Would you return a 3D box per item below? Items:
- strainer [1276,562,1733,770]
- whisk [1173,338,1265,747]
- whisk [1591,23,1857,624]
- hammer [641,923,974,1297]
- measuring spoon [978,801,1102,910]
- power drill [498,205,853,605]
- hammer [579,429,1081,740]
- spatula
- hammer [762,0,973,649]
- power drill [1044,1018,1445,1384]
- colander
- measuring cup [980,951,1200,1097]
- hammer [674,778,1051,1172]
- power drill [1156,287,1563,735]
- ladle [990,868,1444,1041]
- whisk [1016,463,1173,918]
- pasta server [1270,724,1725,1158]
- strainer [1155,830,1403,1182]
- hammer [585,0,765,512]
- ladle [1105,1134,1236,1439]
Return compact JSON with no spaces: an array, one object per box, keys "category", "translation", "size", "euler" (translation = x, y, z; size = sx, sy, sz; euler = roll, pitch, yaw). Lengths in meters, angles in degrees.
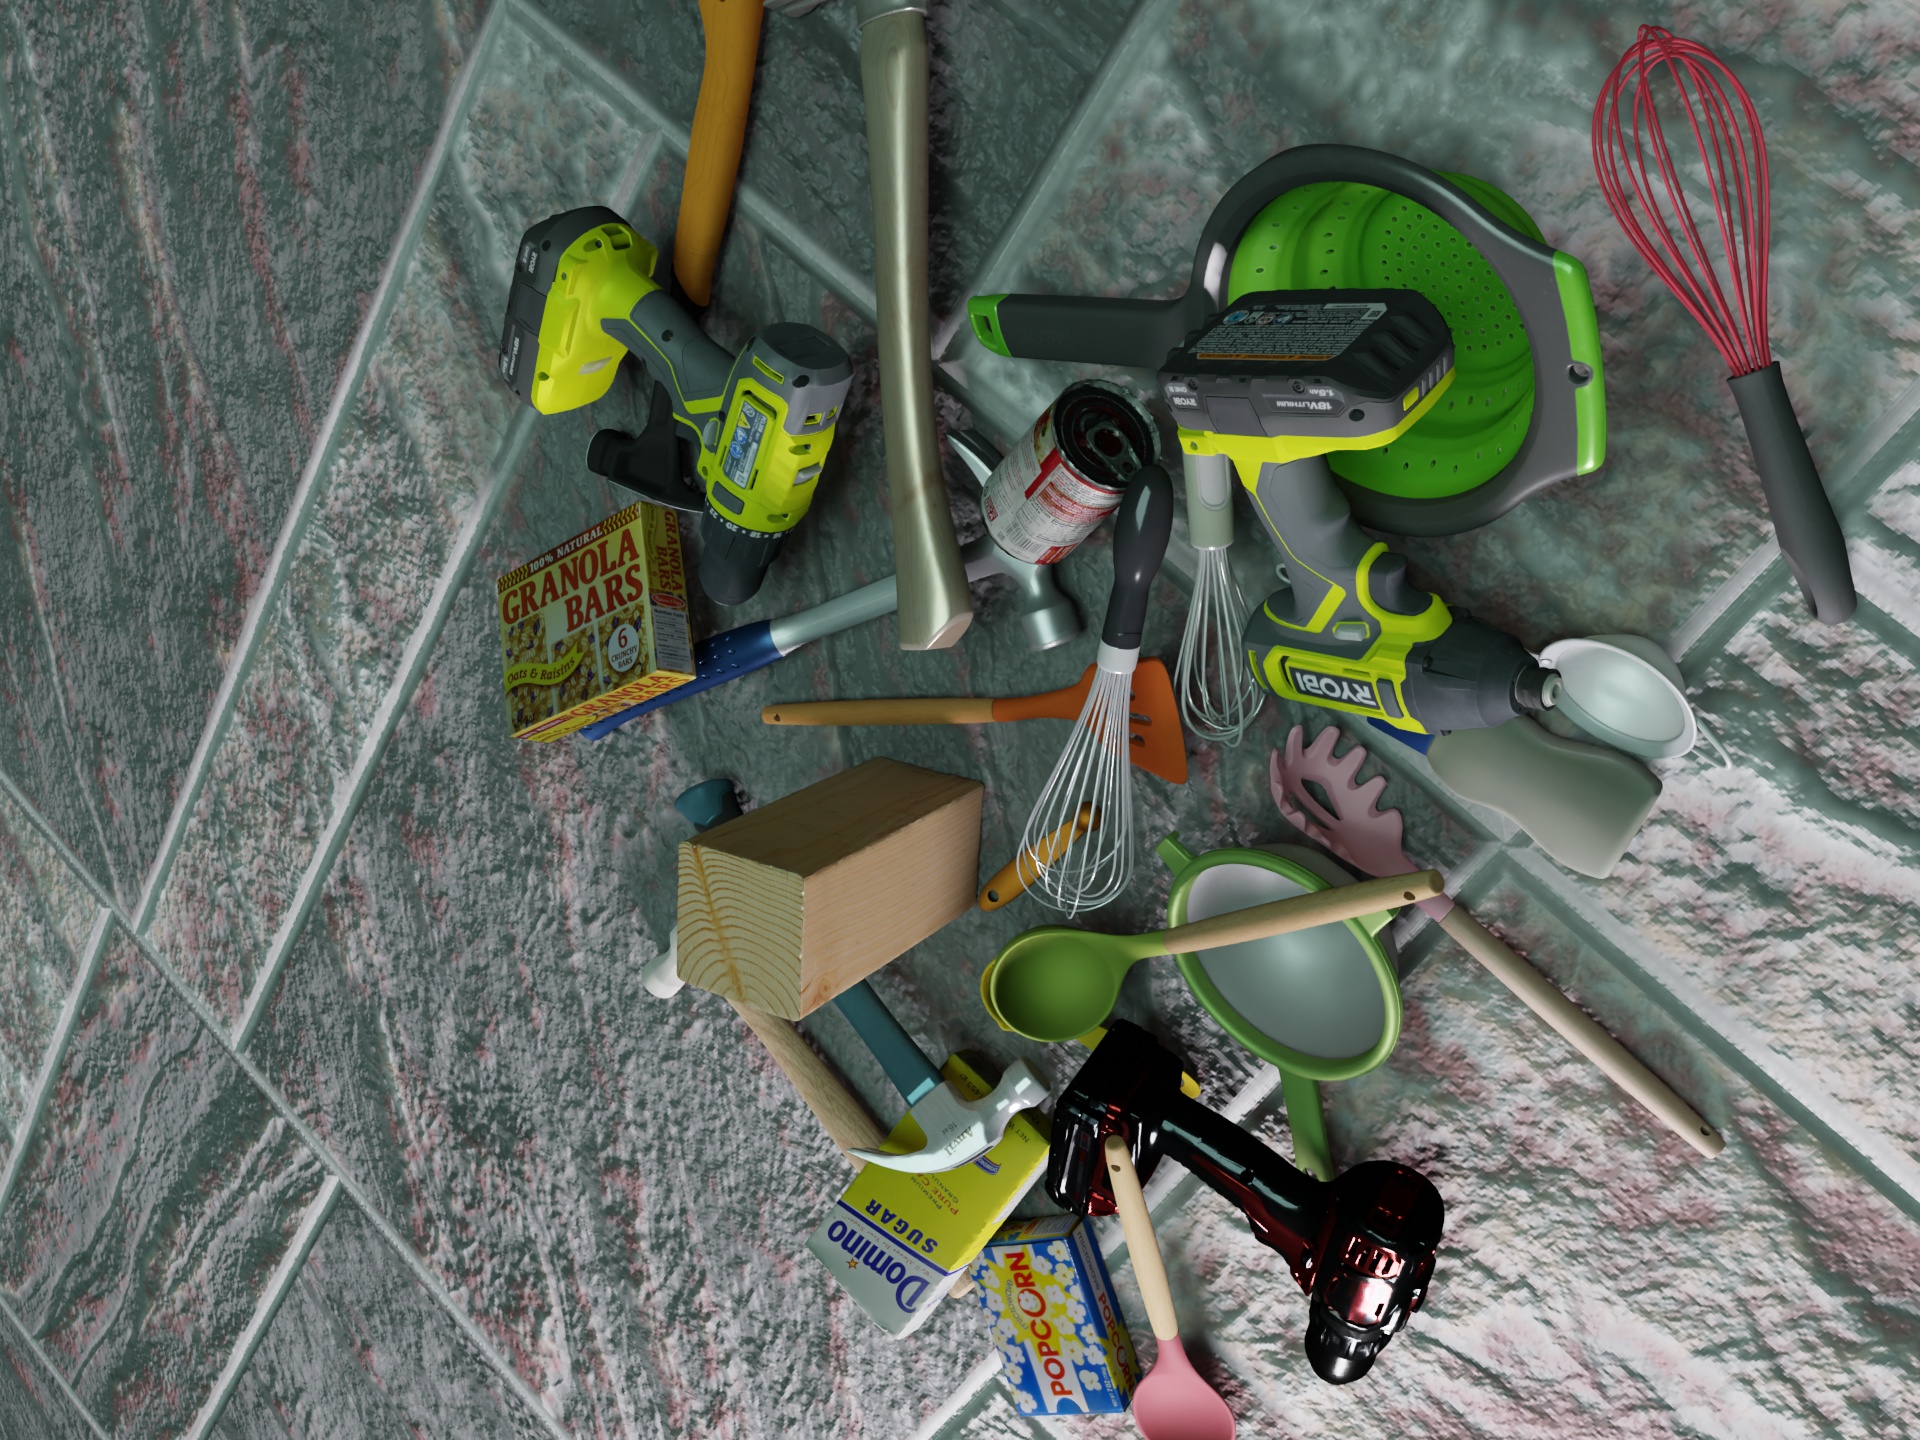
[{"category":"strainer","translation":[0.283,-0.042,0.839],"size":[0.259,0.050,0.086],"euler":[24,157,29]},{"category":"whisk","translation":[0.138,-0.091,0.869],"size":[0.058,0.059,0.246],"euler":[-15,122,-8]},{"category":"whisk","translation":[0.366,-0.183,0.747],"size":[0.073,0.073,0.296],"euler":[-18,98,32]},{"category":"hammer","translation":[-0.094,0.268,1.139],"size":[0.331,0.031,0.130],"euler":[50,121,10]},{"category":"measuring spoon","translation":[0.048,0.090,1.023],"size":[0.117,0.011,0.021],"euler":[-43,80,31]},{"category":"power drill","translation":[-0.183,-0.198,1.004],"size":[0.229,0.080,0.190],"euler":[39,130,16]},{"category":"hammer","translation":[-0.115,-0.065,1.065],"size":[0.405,0.035,0.144],"euler":[-18,93,32]},{"category":"spatula","translation":[-0.002,-0.003,1.012],"size":[0.323,0.041,0.081],"euler":[-1,113,32]},{"category":"hammer","translation":[-0.041,-0.247,0.947],"size":[0.146,0.038,0.410],"euler":[0,96,35]},{"category":"power drill","translation":[0.167,0.298,0.956],"size":[0.227,0.080,0.187],"euler":[24,136,23]},{"category":"colander","translation":[0.166,-0.218,0.838],"size":[0.397,0.094,0.204],"euler":[18,140,44]},{"category":"measuring cup","translation":[0.087,0.195,1.026],"size":[0.156,0.029,0.062],"euler":[29,116,8]},{"category":"hammer","translation":[-0.088,0.163,1.074],"size":[0.128,0.033,0.331],"euler":[-43,67,5]},{"category":"power drill","translation":[0.196,-0.092,0.776],"size":[0.171,0.080,0.223],"euler":[15,142,47]},{"category":"ladle","translation":[0.130,0.127,0.878],"size":[0.078,0.062,0.320],"euler":[47,143,-15]},{"category":"whisk","translation":[0.085,-0.009,0.901],"size":[0.070,0.070,0.284],"euler":[22,120,24]},{"category":"pasta server","translation":[0.292,0.122,0.876],"size":[0.316,0.060,0.040],"euler":[43,156,12]},{"category":"strainer","translation":[0.208,0.170,0.928],"size":[0.152,0.069,0.256],"euler":[13,128,42]},{"category":"hammer","translation":[-0.167,-0.304,1.038],"size":[0.127,0.034,0.336],"euler":[24,113,24]},{"category":"ladle","translation":[0.120,0.359,0.974],"size":[0.069,0.031,0.315],"euler":[0,127,21]}]
